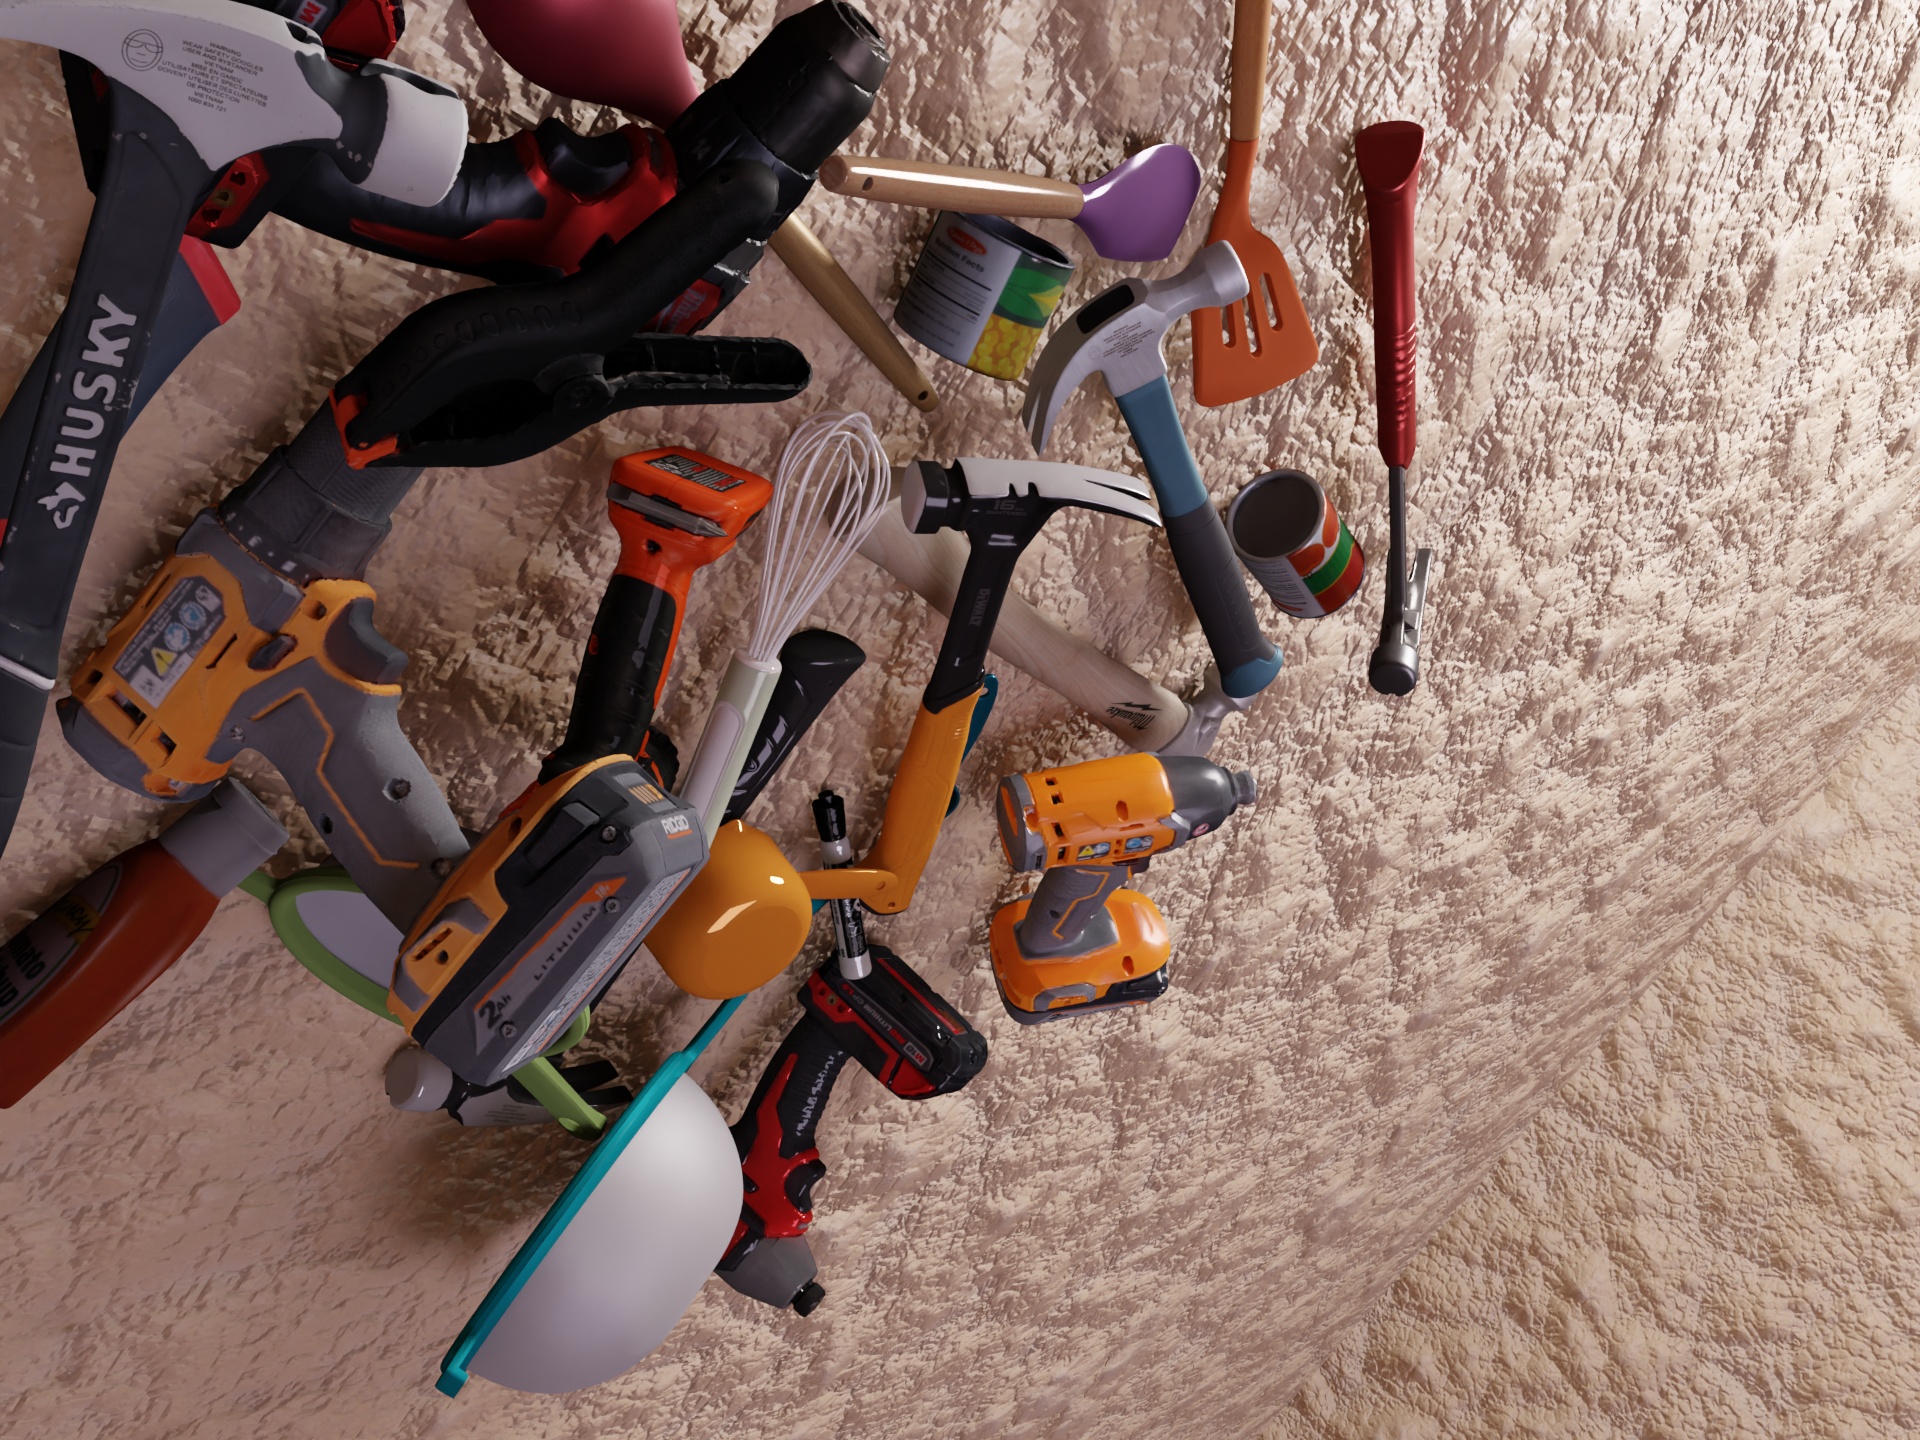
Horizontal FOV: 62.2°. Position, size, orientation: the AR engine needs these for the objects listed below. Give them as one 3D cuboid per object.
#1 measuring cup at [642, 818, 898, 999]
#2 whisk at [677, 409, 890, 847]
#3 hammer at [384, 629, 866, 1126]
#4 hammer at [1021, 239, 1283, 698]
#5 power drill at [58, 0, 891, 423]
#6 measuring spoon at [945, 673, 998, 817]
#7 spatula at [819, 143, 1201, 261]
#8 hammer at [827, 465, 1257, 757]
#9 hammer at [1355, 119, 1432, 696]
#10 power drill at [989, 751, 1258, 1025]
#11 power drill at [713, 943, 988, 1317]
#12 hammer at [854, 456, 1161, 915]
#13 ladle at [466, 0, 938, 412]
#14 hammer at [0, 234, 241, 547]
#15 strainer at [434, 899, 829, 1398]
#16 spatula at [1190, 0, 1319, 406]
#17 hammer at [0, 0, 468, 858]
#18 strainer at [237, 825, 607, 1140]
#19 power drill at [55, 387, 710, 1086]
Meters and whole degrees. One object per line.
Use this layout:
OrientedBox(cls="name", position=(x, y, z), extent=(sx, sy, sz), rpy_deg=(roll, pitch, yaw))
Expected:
OrientedBox(cls="measuring cup", position=(-0.091, 0.106, 0.868), extent=(0.173, 0.052, 0.095), rpy_deg=(2, 123, -41))
OrientedBox(cls="whisk", position=(-0.095, -0.036, 0.770), extent=(0.246, 0.058, 0.059), rpy_deg=(-66, 163, 18))
OrientedBox(cls="hammer", position=(-0.160, 0.089, 0.862), extent=(0.334, 0.035, 0.146), rpy_deg=(-52, 143, 9))
OrientedBox(cls="hammer", position=(0.131, -0.115, 0.898), extent=(0.128, 0.033, 0.330), rpy_deg=(-24, 141, 8))
OrientedBox(cls="power drill", position=(-0.146, -0.202, 0.526), extent=(0.188, 0.080, 0.226), rpy_deg=(-39, 150, 23))
OrientedBox(cls="measuring spoon", position=(-0.007, 0.013, 0.932), extent=(0.042, 0.021, 0.128), rpy_deg=(5, 134, -26))
OrientedBox(cls="spatula", position=(0.037, -0.228, 0.689), extent=(0.316, 0.018, 0.059), rpy_deg=(-23, 142, -55))
OrientedBox(cls="hammer", position=(0.046, -0.034, 0.943), extent=(0.146, 0.038, 0.410), rpy_deg=(-49, 143, 8))
OrientedBox(cls="hammer", position=(0.268, -0.192, 0.975), extent=(0.149, 0.037, 0.358), rpy_deg=(-69, 153, -42))
OrientedBox(cls="power drill", position=(0.101, 0.105, 1.045), extent=(0.164, 0.084, 0.226), rpy_deg=(-9, 141, -11))
OrientedBox(cls="power drill", position=(-0.090, 0.259, 1.002), extent=(0.219, 0.143, 0.078), rpy_deg=(-50, 164, 3))
OrientedBox(cls="hammer", position=(-0.001, -0.003, 0.870), extent=(0.127, 0.034, 0.336), rpy_deg=(0, 137, -19))
OrientedBox(cls="ladle", position=(-0.083, -0.212, 0.653), extent=(0.069, 0.031, 0.315), rpy_deg=(-42, 146, 6))
OrientedBox(cls="hammer", position=(-0.374, -0.017, 0.546), extent=(0.143, 0.038, 0.386), rpy_deg=(21, 109, -50))
OrientedBox(cls="strainer", position=(-0.151, 0.251, 0.917), extent=(0.340, 0.095, 0.211), rpy_deg=(-52, 179, -15))
OrientedBox(cls="spatula", position=(0.145, -0.304, 0.772), extent=(0.081, 0.041, 0.322), rpy_deg=(-22, 138, -16))
OrientedBox(cls="hammer", position=(-0.296, -0.034, 0.494), extent=(0.149, 0.036, 0.408), rpy_deg=(7, 128, -42))
OrientedBox(cls="strainer", position=(-0.220, 0.123, 0.774), extent=(0.256, 0.151, 0.069), rpy_deg=(70, 30, -49))
OrientedBox(cls="power drill", position=(-0.200, -0.003, 0.589), extent=(0.185, 0.226, 0.084), rpy_deg=(-50, 175, 7))
